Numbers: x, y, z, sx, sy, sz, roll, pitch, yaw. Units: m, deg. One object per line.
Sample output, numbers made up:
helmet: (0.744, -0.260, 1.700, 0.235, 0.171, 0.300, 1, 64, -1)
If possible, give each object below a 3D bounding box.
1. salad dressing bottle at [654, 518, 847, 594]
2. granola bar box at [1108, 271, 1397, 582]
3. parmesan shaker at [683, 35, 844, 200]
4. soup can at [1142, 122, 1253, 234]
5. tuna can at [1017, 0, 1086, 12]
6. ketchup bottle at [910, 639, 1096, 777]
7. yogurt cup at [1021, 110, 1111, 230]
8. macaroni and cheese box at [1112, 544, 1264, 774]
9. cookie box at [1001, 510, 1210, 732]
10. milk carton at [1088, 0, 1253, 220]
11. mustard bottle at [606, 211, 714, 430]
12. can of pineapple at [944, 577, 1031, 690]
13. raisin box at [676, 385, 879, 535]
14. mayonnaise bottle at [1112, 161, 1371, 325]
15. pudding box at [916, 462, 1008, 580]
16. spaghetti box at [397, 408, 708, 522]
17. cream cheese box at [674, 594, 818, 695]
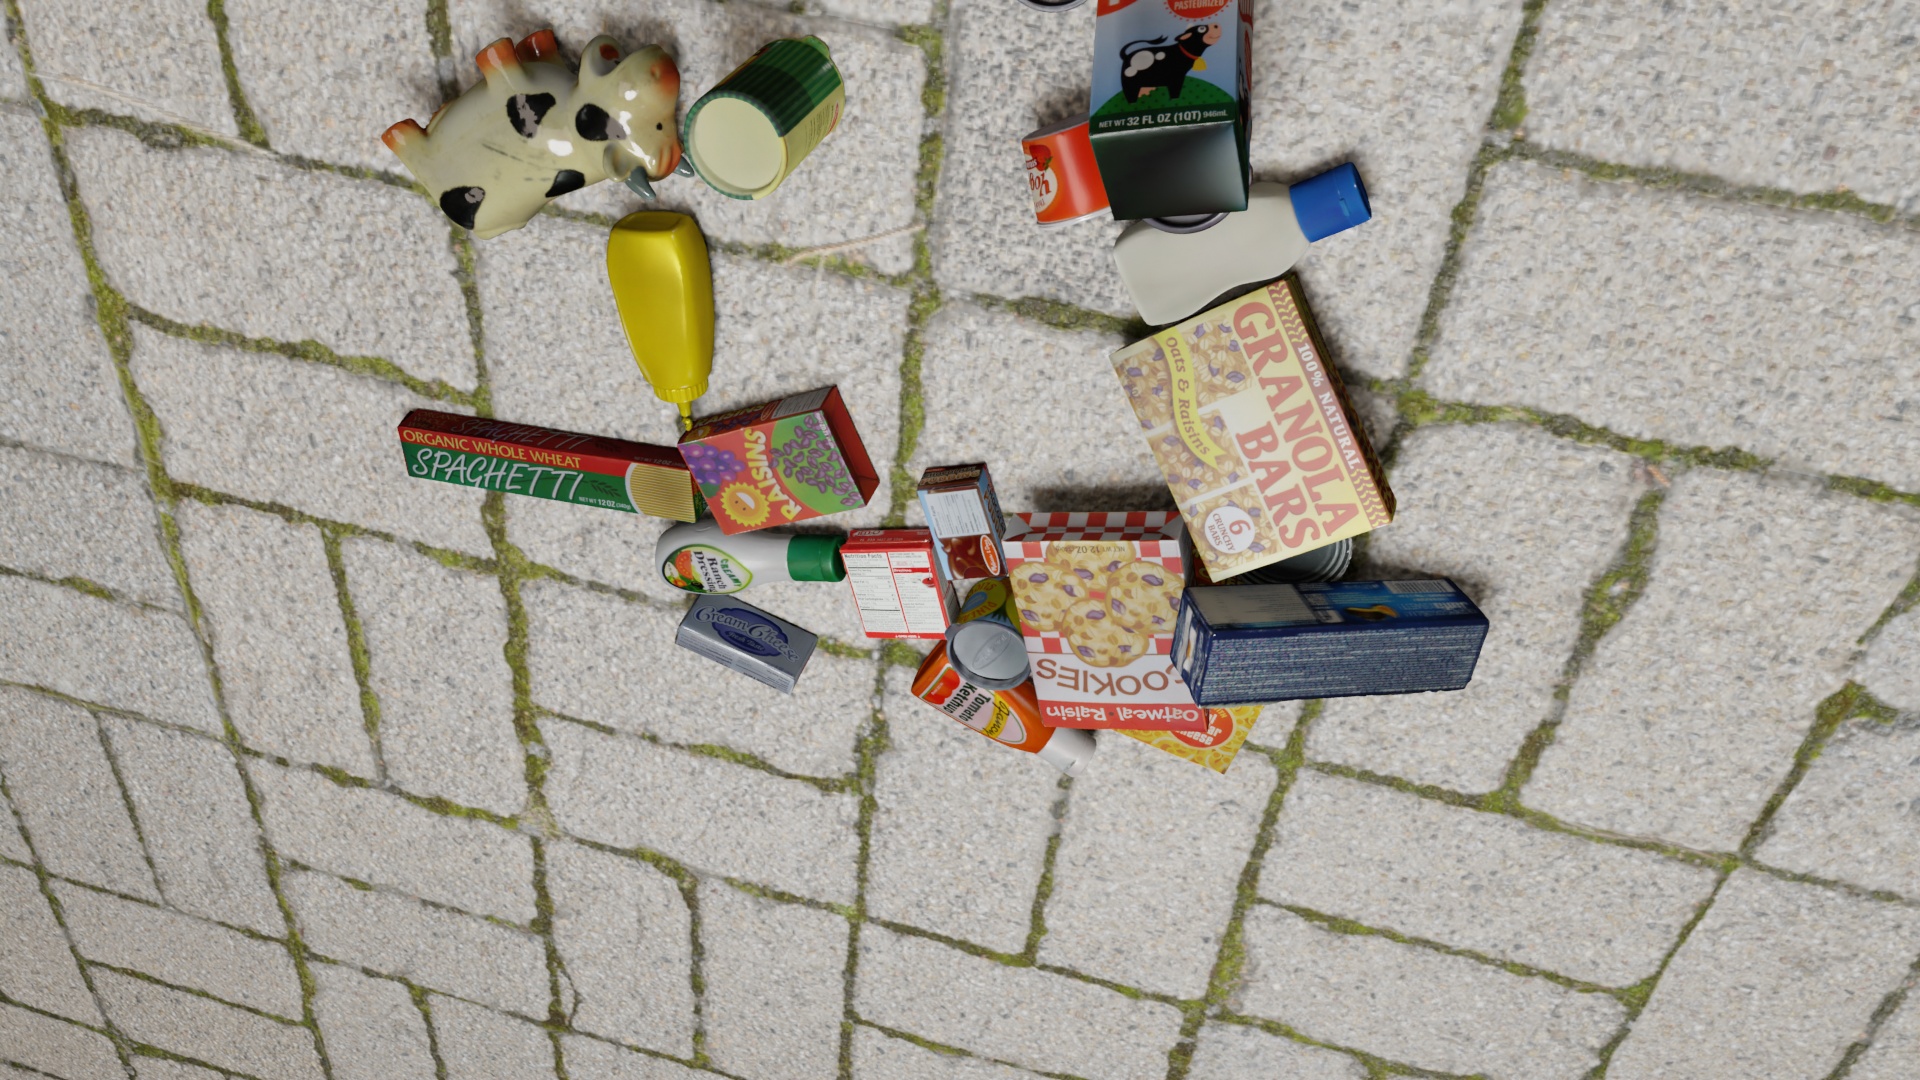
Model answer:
salad dressing bottle: (-0.161, 0.013, 1.073, 0.147, 0.044, 0.064, 0, 130, 17)
granola bar box: (0.186, -0.070, 0.885, 0.124, 0.039, 0.165, -21, 100, 28)
parmesan shaker: (-0.116, -0.256, 0.832, 0.071, 0.103, 0.071, 8, 126, 12)
soup can: (0.134, -0.222, 0.793, 0.071, 0.084, 0.071, 8, 126, 11)
tuna can: (0.054, -0.333, 0.771, 0.071, 0.033, 0.070, 8, 126, 11)
ketchup bottle: (0.037, 0.133, 1.098, 0.149, 0.044, 0.064, 33, 129, -8)
yogurt cup: (0.070, -0.222, 0.826, 0.072, 0.073, 0.053, -12, 112, 24)
macaroni and cheese box: (0.171, 0.085, 1.025, 0.124, 0.040, 0.165, 22, 128, 3)
cookie box: (0.106, 0.060, 0.977, 0.123, 0.040, 0.166, -1, 123, 20)
milk carton: (0.113, -0.267, 0.719, 0.072, 0.191, 0.073, -2, 157, 17)
mustard bottle: (-0.203, -0.148, 0.970, 0.065, 0.049, 0.159, 7, 127, 13)
can of pineapple: (0.027, 0.068, 1.046, 0.071, 0.058, 0.070, 8, 126, 11)
raisin box: (-0.133, -0.057, 1.019, 0.123, 0.040, 0.085, -11, 121, 22)
mayonnaise bottle: (0.170, -0.182, 0.837, 0.148, 0.041, 0.064, -18, 116, 26)
pudding box: (0.004, -0.013, 1.014, 0.049, 0.030, 0.083, -6, 122, 20)
spaghetti box: (-0.318, -0.059, 1.080, 0.250, 0.029, 0.050, 9, 125, 11)
cream cheese box: (-0.172, 0.080, 1.118, 0.104, 0.054, 0.024, 25, 129, -1)
